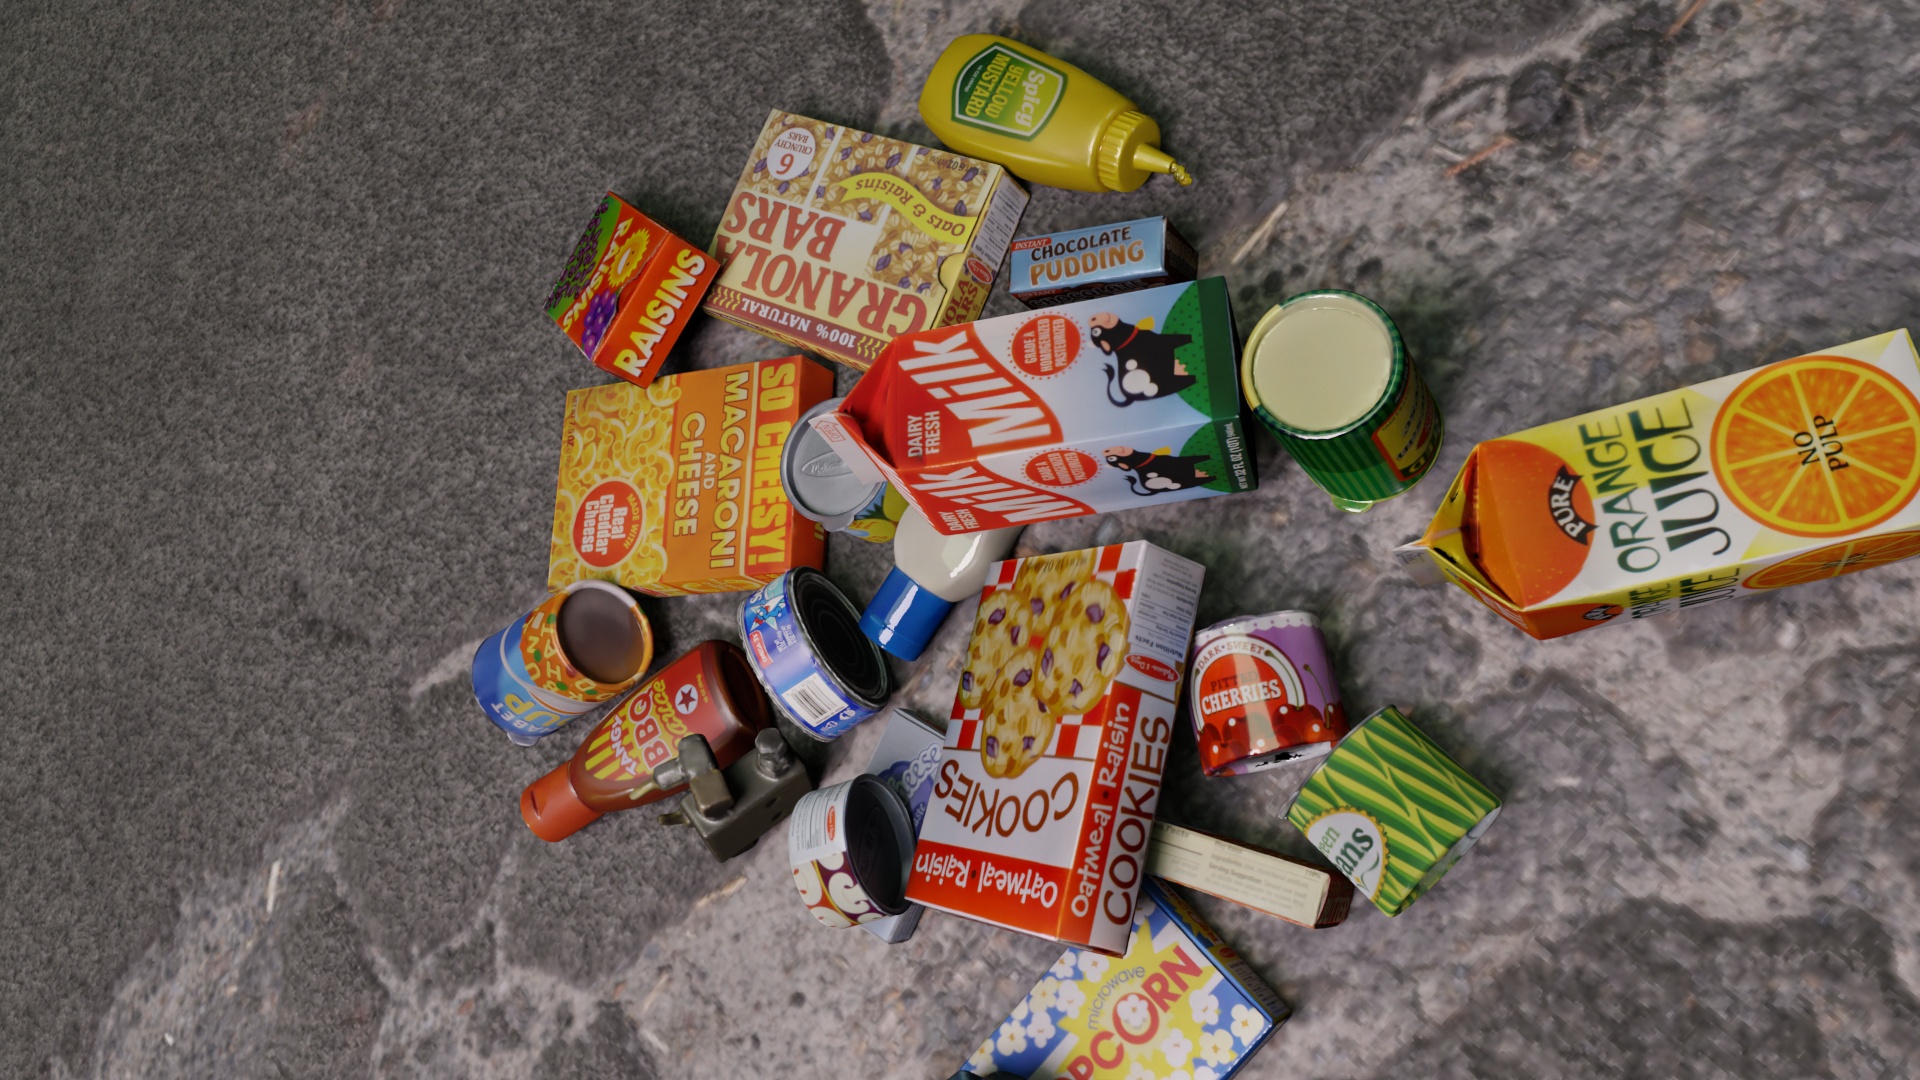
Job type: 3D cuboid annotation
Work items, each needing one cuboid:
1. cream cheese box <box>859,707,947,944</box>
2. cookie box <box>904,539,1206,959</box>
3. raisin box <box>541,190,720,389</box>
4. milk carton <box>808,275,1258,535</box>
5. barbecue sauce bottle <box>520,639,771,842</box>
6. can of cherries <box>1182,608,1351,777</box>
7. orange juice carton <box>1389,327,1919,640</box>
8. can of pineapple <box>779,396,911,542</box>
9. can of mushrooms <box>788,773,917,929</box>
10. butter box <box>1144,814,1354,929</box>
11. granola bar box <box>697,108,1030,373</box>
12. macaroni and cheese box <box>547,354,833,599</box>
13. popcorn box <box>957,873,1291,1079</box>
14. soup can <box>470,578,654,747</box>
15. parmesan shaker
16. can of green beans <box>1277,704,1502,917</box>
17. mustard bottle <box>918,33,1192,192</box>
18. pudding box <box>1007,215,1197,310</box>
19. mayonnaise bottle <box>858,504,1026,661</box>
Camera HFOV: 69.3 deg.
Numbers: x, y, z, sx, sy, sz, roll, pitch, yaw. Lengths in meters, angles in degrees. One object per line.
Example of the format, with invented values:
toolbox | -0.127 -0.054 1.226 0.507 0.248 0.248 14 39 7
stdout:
cream cheese box | -0.030 0.142 0.691 0.053 0.024 0.104 25 89 30
cookie box | 0.041 0.089 0.617 0.122 0.040 0.168 -10 62 58
raisin box | -0.195 -0.149 0.811 0.086 0.040 0.123 -57 37 5
milk carton | 0.032 -0.055 0.630 0.190 0.072 0.074 -9 63 15
barbecue sauce bottle | -0.175 0.116 0.760 0.148 0.043 0.065 -33 62 17
can of cherries | 0.129 0.067 0.602 0.071 0.071 0.058 -18 71 22
orange juice carton | 0.272 -0.012 0.549 0.192 0.072 0.073 -16 71 22
can of pineapple | -0.052 -0.034 0.726 0.071 0.058 0.071 -7 75 26
can of mushrooms | -0.048 0.147 0.648 0.033 0.071 0.071 -20 69 21
butter box | 0.114 0.141 0.603 0.103 0.053 0.024 13 83 28
granola bar box | -0.060 -0.162 0.773 0.166 0.039 0.124 23 89 30
macaroni and cheese box | -0.153 -0.032 0.787 0.166 0.040 0.124 -5 75 26
popcorn box | 0.071 0.222 0.613 0.085 0.038 0.126 44 99 27
soup can | -0.220 0.068 0.769 0.083 0.071 0.071 -28 66 36
parmesan shaker | 0.165 -0.057 0.596 0.071 0.103 0.071 -6 75 25
can of green beans | 0.177 0.111 0.570 0.071 0.071 0.058 -49 62 8
mustard bottle | 0.053 -0.216 0.723 0.160 0.049 0.065 29 91 29
pudding box | 0.071 -0.135 0.694 0.083 0.049 0.030 -3 78 26
mayonnaise bottle | 0.003 -0.009 0.704 0.065 0.041 0.148 37 97 31
